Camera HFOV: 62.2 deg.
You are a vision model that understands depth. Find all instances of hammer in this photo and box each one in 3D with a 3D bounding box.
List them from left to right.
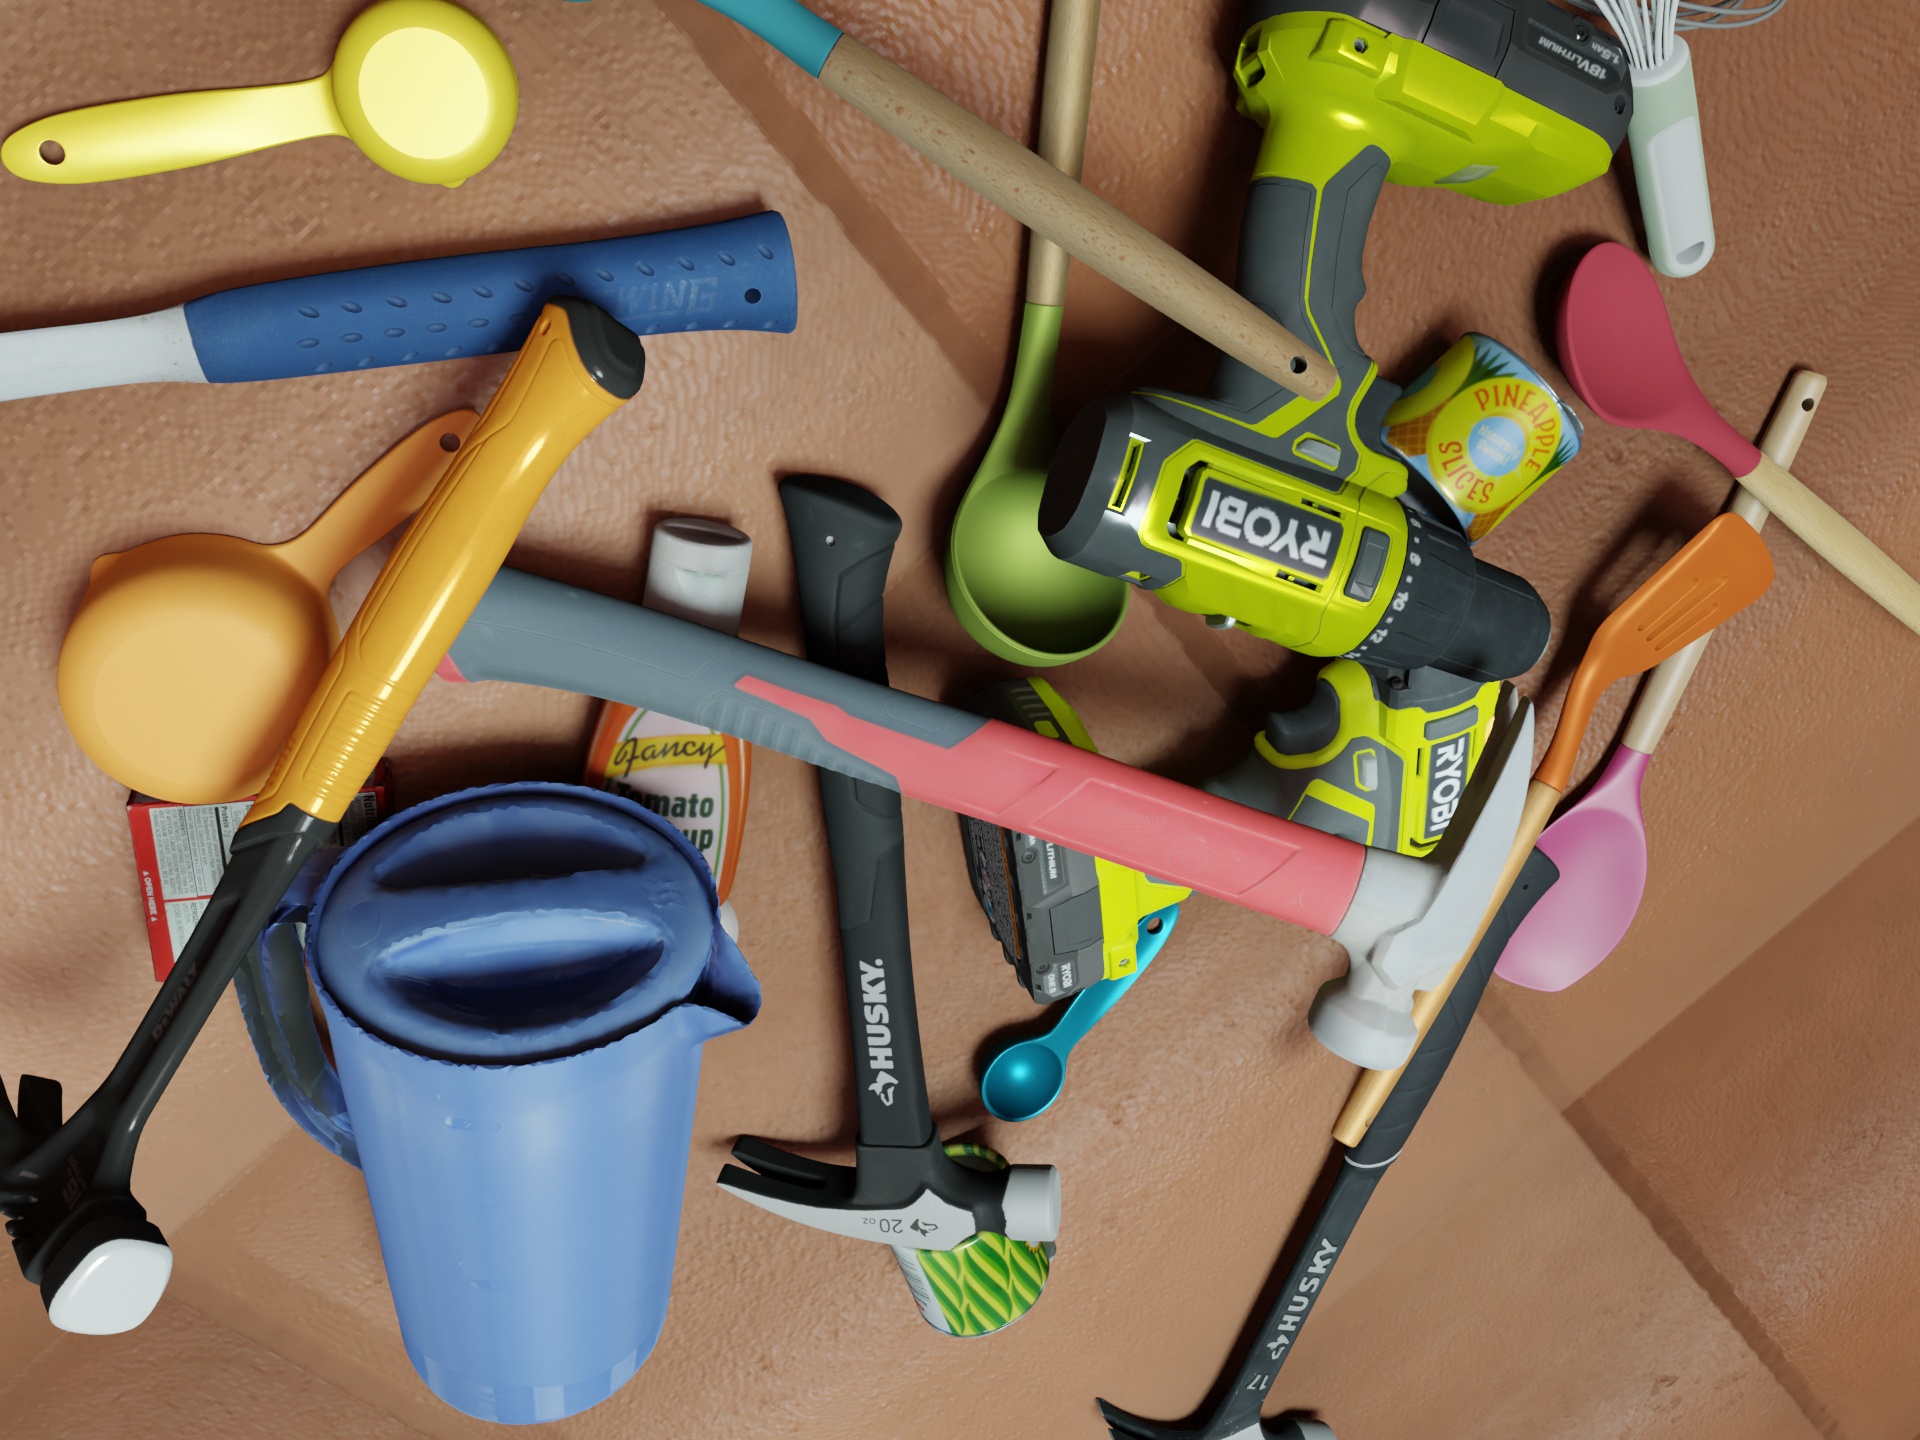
[{"bbox_3d":[-0.253,-0.122,0.499,0.405,0.035,0.144,-11,126,-14],"label":"hammer"},{"bbox_3d":[-0.204,0.013,0.503,0.034,0.127,0.337,33,88,-48],"label":"hammer"},{"bbox_3d":[-0.042,0.067,0.645,0.146,0.035,0.334,-1,110,11],"label":"hammer"},{"bbox_3d":[-0.001,-0.002,0.552,0.386,0.038,0.143,19,106,-2],"label":"hammer"},{"bbox_3d":[0.198,0.234,0.814,0.149,0.036,0.408,12,110,-21],"label":"hammer"}]

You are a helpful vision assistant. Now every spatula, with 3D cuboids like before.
[{"bbox_3d":[-0.017,-0.190,0.490,0.317,0.044,0.082,31,98,-9],"label":"spatula"},{"bbox_3d":[0.258,0.054,0.712,0.081,0.041,0.322,27,93,-47],"label":"spatula"}]

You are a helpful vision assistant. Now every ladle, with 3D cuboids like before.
[{"bbox_3d":[0.039,-0.174,0.566,0.078,0.062,0.320,-7,114,-30],"label":"ladle"},{"bbox_3d":[0.362,-0.100,0.697,0.315,0.031,0.069,31,76,-21],"label":"ladle"}]

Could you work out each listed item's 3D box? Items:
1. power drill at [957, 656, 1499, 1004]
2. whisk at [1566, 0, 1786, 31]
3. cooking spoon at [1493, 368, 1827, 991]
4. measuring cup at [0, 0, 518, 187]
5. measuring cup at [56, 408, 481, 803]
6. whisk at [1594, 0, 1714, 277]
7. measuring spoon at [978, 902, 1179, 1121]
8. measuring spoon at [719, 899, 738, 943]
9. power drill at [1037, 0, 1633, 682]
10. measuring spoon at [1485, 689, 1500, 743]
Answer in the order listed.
[{"bbox_3d":[0.115,0.018,0.658,0.223,0.080,0.171,-18,128,-12],"label":"power drill"},{"bbox_3d":[0.194,-0.282,0.572,0.239,0.055,0.055,0,114,-13],"label":"whisk"},{"bbox_3d":[0.331,-0.010,0.753,0.068,0.017,0.318,17,108,-3],"label":"cooking spoon"},{"bbox_3d":[-0.215,-0.186,0.492,0.156,0.029,0.062,-15,118,-12],"label":"measuring cup"},{"bbox_3d":[-0.228,-0.042,0.541,0.173,0.052,0.095,-40,119,5],"label":"measuring cup"},{"bbox_3d":[0.243,-0.238,0.560,0.058,0.059,0.246,-27,145,16],"label":"whisk"},{"bbox_3d":[0.054,0.130,0.736,0.128,0.021,0.042,-49,119,-3],"label":"measuring spoon"},{"bbox_3d":[-0.136,0.117,0.654,0.034,0.018,0.124,44,107,11],"label":"measuring spoon"},{"bbox_3d":[0.149,-0.133,0.562,0.190,0.080,0.228,17,91,-15],"label":"power drill"},{"bbox_3d":[0.237,0.038,0.736,0.021,0.011,0.117,3,100,13],"label":"measuring spoon"}]
